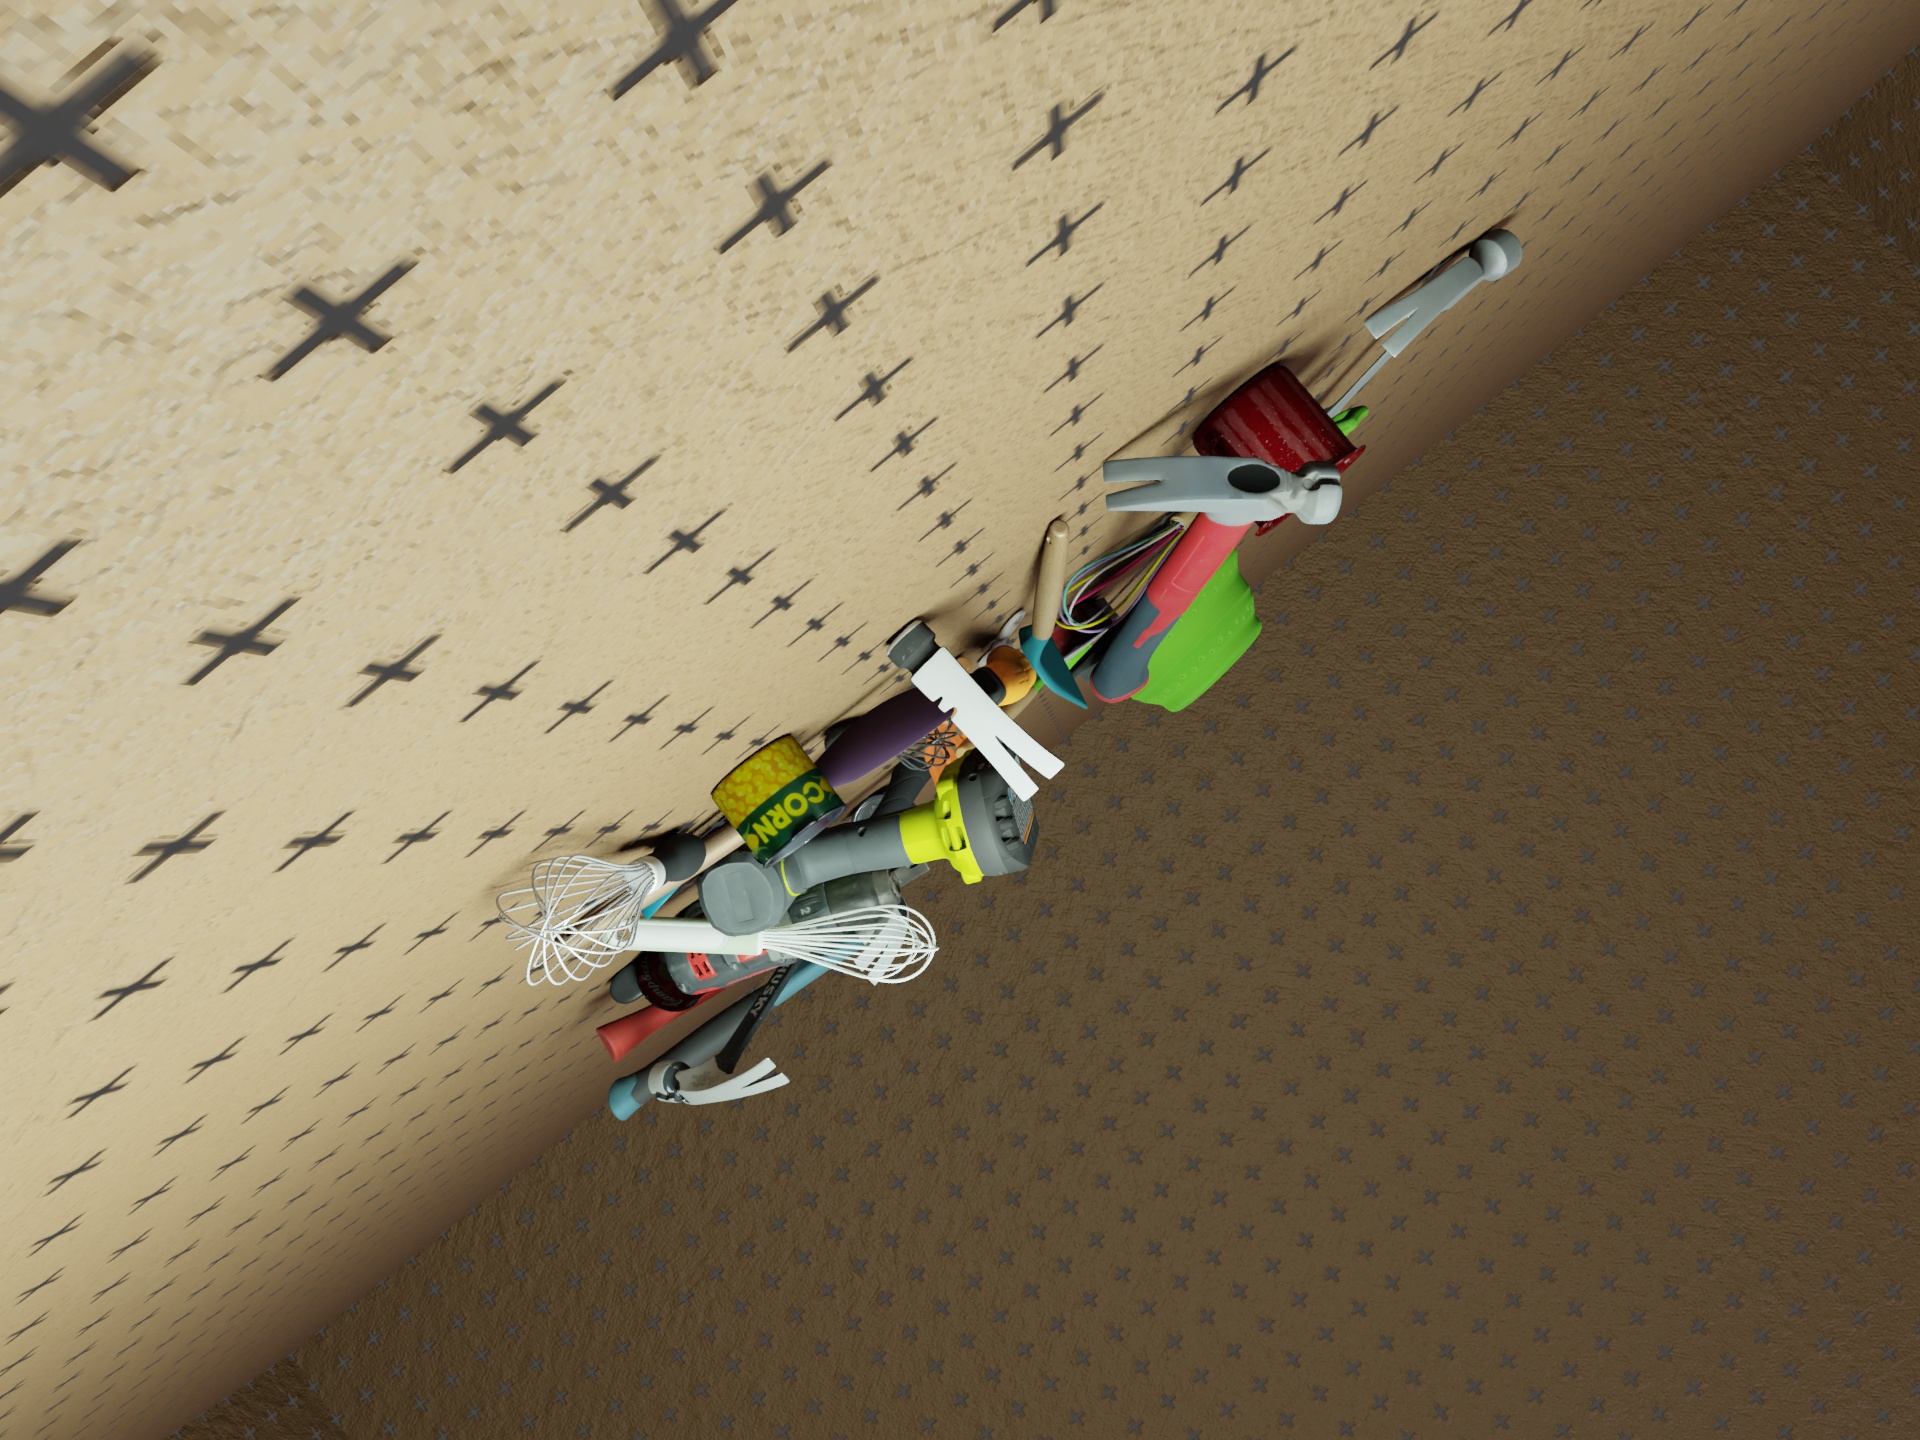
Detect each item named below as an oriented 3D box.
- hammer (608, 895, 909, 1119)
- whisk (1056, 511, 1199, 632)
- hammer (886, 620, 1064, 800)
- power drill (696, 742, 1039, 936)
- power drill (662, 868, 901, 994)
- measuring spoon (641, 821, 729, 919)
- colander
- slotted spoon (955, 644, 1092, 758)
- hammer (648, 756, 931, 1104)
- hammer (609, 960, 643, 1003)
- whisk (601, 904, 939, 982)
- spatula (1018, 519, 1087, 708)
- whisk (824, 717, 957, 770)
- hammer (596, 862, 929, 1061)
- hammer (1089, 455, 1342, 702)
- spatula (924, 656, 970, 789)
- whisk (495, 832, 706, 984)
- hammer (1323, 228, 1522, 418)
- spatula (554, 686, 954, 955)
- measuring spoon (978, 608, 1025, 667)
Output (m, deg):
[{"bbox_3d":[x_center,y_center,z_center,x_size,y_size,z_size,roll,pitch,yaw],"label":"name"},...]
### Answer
[{"bbox_3d":[-0.188,0.263,1.480,0.331,0.033,0.128,-35,-153,2],"label":"hammer"},{"bbox_3d":[0.165,-0.150,1.318,0.245,0.051,0.047,-40,-164,-24],"label":"whisk"},{"bbox_3d":[0.028,-0.020,1.121,0.034,0.127,0.337,-44,178,9],"label":"hammer"},{"bbox_3d":[-0.064,0.081,1.160,0.228,0.080,0.190,-14,-170,10],"label":"power drill"},{"bbox_3d":[-0.127,0.149,1.296,0.188,0.080,0.227,-21,-178,8],"label":"power drill"},{"bbox_3d":[-0.183,0.086,1.115,0.128,0.021,0.042,-48,-177,3],"label":"measuring spoon"},{"bbox_3d":[0.228,-0.112,1.317,0.204,0.094,0.397,-45,180,-39],"label":"colander"},{"bbox_3d":[0.059,-0.022,1.530,0.070,0.031,0.314,-42,179,29],"label":"slotted spoon"},{"bbox_3d":[-0.127,0.182,1.461,0.149,0.036,0.409,-10,-144,43],"label":"hammer"},{"bbox_3d":[-0.277,0.242,1.638,0.146,0.035,0.334,-40,174,12],"label":"hammer"},{"bbox_3d":[-0.138,0.159,1.160,0.246,0.058,0.059,3,178,-4],"label":"whisk"},{"bbox_3d":[0.069,-0.080,1.149,0.044,0.082,0.317,-24,165,-7],"label":"spatula"},{"bbox_3d":[-0.051,0.014,1.206,0.055,0.055,0.239,-40,170,14],"label":"whisk"},{"bbox_3d":[-0.194,0.229,1.571,0.359,0.037,0.149,-28,173,-33],"label":"hammer"},{"bbox_3d":[0.131,-0.087,1.117,0.143,0.038,0.386,0,163,-8],"label":"hammer"},{"bbox_3d":[-0.002,-0.004,1.377,0.081,0.041,0.322,-58,177,-13],"label":"spatula"},{"bbox_3d":[-0.194,0.095,0.920,0.070,0.070,0.284,-39,180,7],"label":"whisk"},{"bbox_3d":[0.311,-0.260,1.348,0.144,0.035,0.405,-36,174,-25],"label":"hammer"},{"bbox_3d":[-0.141,0.068,1.071,0.316,0.018,0.060,-34,-143,3],"label":"spatula"},{"bbox_3d":[0.039,-0.063,1.288,0.034,0.018,0.124,-36,173,-16],"label":"measuring spoon"}]
